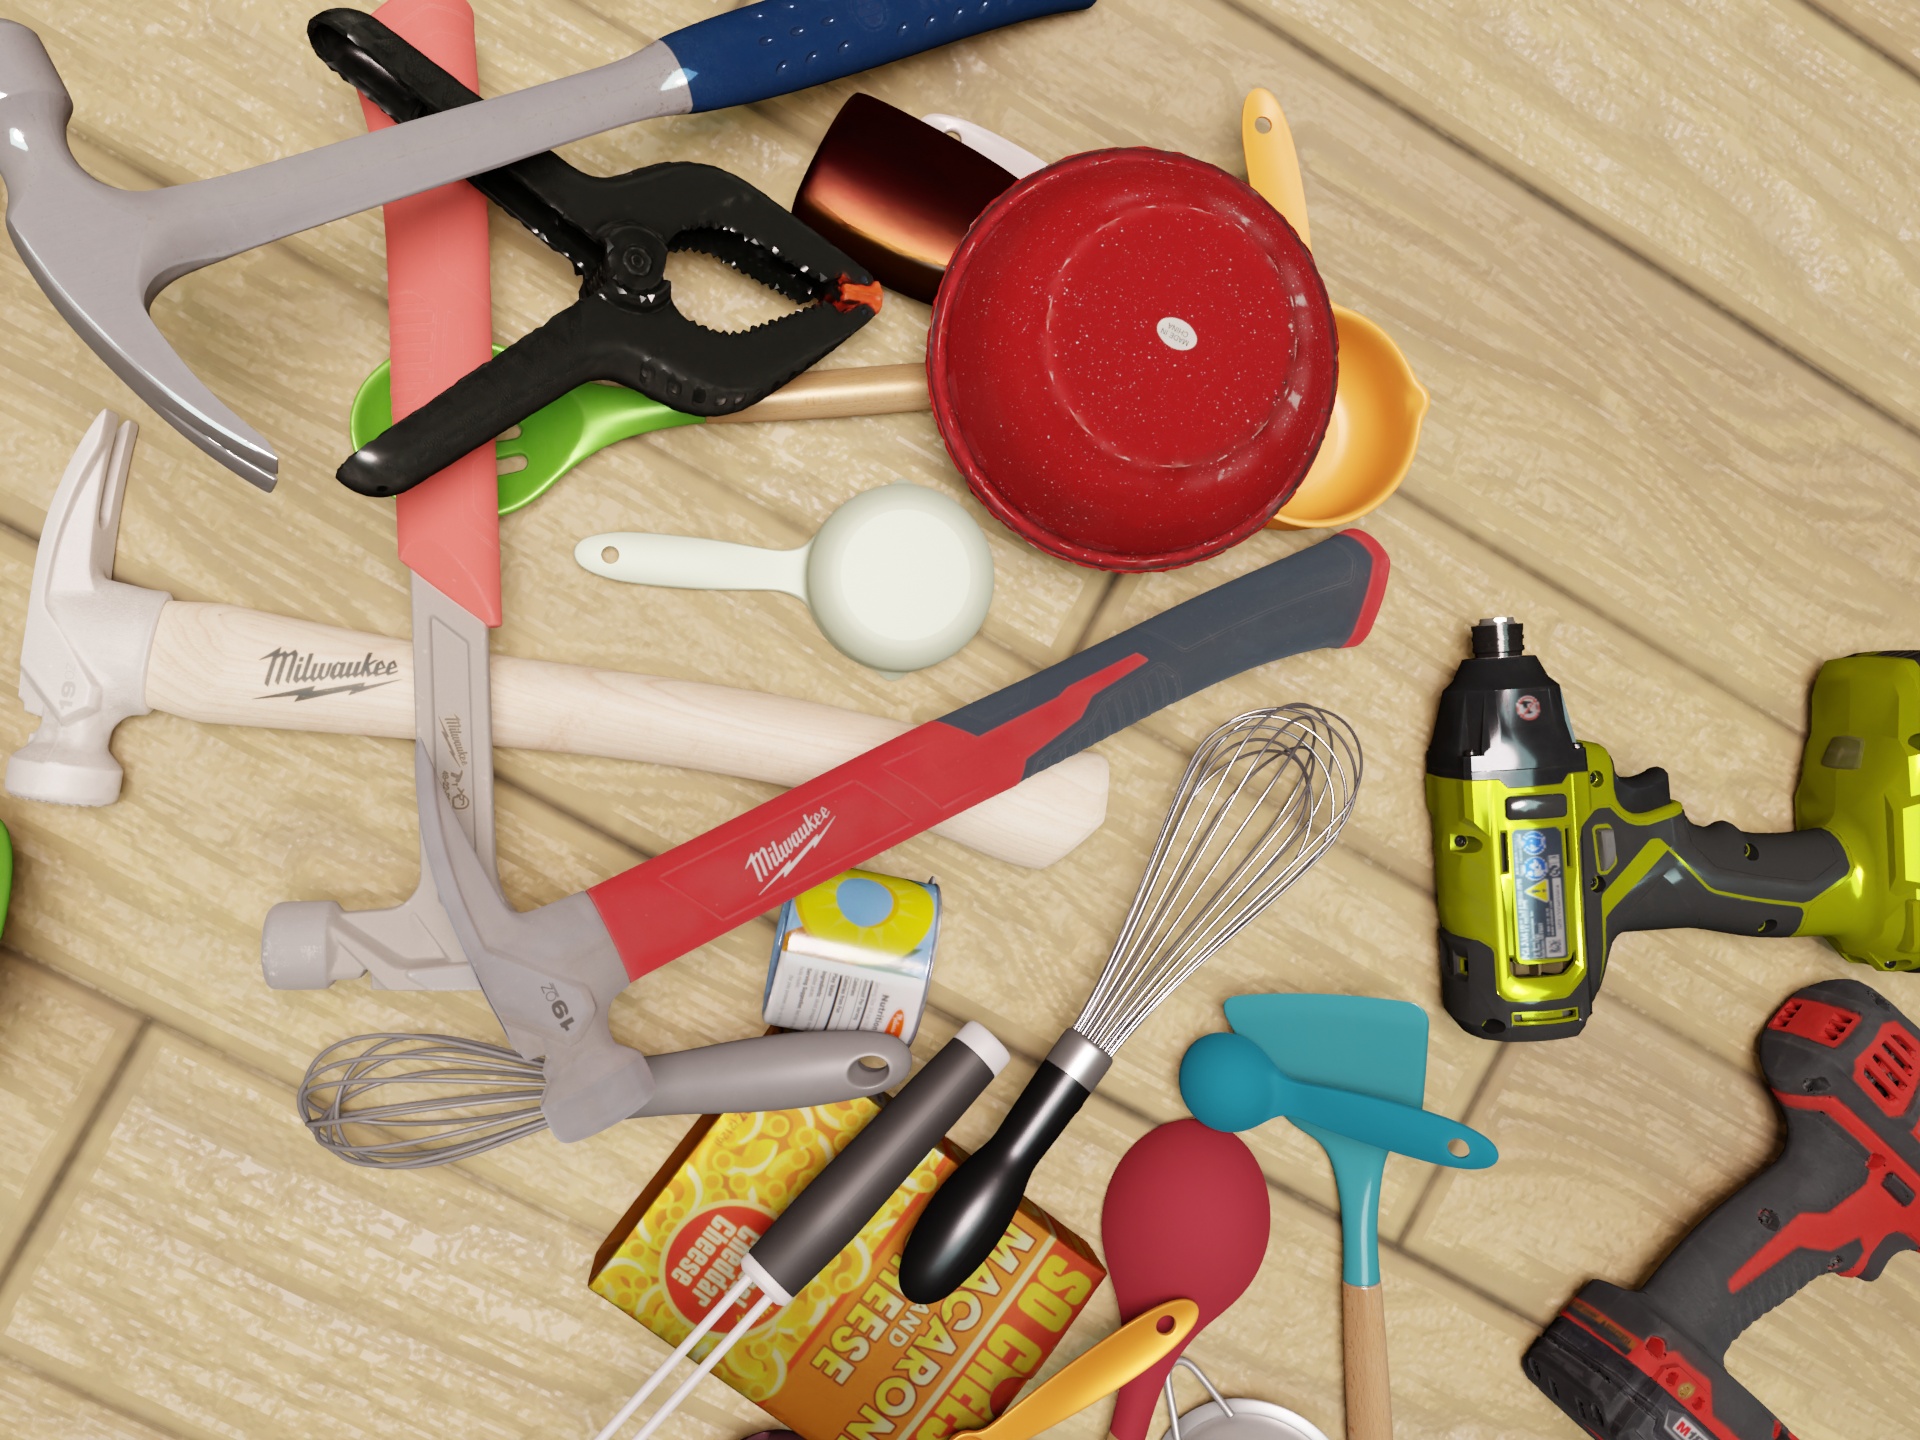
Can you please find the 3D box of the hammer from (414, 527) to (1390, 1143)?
[{"bbox_3d":[-0.001,-0.002,0.592,0.386,0.038,0.143,-26,93,-21],"label":"hammer"}]

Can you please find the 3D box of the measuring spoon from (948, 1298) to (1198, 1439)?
[{"bbox_3d":[0.044,0.261,0.628,0.117,0.011,0.021,-29,100,-11],"label":"measuring spoon"}]

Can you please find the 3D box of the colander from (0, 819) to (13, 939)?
[{"bbox_3d":[-0.376,-0.004,0.558,0.094,0.204,0.397,23,70,-41],"label":"colander"}]

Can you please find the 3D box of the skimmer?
[{"bbox_3d":[-0.120,0.249,0.593,0.127,0.090,0.363,46,75,-3],"label":"skimmer"}]

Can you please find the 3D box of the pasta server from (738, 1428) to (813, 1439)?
[{"bbox_3d":[0.024,0.388,0.636,0.316,0.040,0.060,41,115,0],"label":"pasta server"}]

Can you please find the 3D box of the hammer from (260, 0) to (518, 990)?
[{"bbox_3d":[-0.177,-0.083,0.578,0.149,0.037,0.359,-2,88,-11],"label":"hammer"}]

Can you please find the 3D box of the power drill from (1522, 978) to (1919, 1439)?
[{"bbox_3d":[0.377,0.249,0.682,0.188,0.080,0.227,43,83,-7],"label":"power drill"}]

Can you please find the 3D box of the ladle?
[{"bbox_3d":[0.061,0.320,0.660,0.069,0.031,0.315,16,93,21],"label":"ladle"}]

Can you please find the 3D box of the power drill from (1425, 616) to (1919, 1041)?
[{"bbox_3d":[0.309,0.037,0.665,0.223,0.080,0.171,-4,92,-5],"label":"power drill"}]

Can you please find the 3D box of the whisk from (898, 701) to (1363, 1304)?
[{"bbox_3d":[0.066,0.107,0.624,0.070,0.070,0.284,39,79,-7],"label":"whisk"}]

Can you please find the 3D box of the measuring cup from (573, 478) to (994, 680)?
[{"bbox_3d":[-0.068,-0.060,0.626,0.167,0.038,0.083,4,91,-10],"label":"measuring cup"}]

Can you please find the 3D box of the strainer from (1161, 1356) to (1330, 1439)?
[{"bbox_3d":[0.158,0.383,0.662,0.087,0.050,0.258,-33,94,16],"label":"strainer"}]

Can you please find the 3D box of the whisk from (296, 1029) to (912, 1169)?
[{"bbox_3d":[-0.136,0.137,0.600,0.239,0.055,0.055,-6,93,5],"label":"whisk"}]

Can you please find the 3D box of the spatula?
[{"bbox_3d":[0.165,0.264,0.666,0.082,0.044,0.317,-3,95,25],"label":"spatula"}]

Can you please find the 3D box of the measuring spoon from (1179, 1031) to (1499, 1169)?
[{"bbox_3d":[0.145,0.157,0.627,0.129,0.021,0.042,11,106,26],"label":"measuring spoon"}]

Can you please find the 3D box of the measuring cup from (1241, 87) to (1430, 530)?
[{"bbox_3d":[0.128,-0.162,0.645,0.095,0.052,0.173,-10,91,-7],"label":"measuring cup"}]

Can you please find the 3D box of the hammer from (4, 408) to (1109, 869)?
[{"bbox_3d":[-0.142,-0.012,0.620,0.410,0.038,0.146,9,89,-8],"label":"hammer"}]

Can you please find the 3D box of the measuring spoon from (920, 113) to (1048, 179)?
[{"bbox_3d":[0.037,-0.213,0.652,0.124,0.018,0.034,29,83,-1],"label":"measuring spoon"}]

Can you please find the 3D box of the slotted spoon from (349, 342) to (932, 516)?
[{"bbox_3d":[-0.076,-0.125,0.631,0.313,0.031,0.070,-7,90,-9],"label":"slotted spoon"}]

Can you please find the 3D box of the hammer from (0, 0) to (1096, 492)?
[{"bbox_3d":[-0.105,-0.211,0.544,0.405,0.035,0.144,-30,96,-28],"label":"hammer"}]
